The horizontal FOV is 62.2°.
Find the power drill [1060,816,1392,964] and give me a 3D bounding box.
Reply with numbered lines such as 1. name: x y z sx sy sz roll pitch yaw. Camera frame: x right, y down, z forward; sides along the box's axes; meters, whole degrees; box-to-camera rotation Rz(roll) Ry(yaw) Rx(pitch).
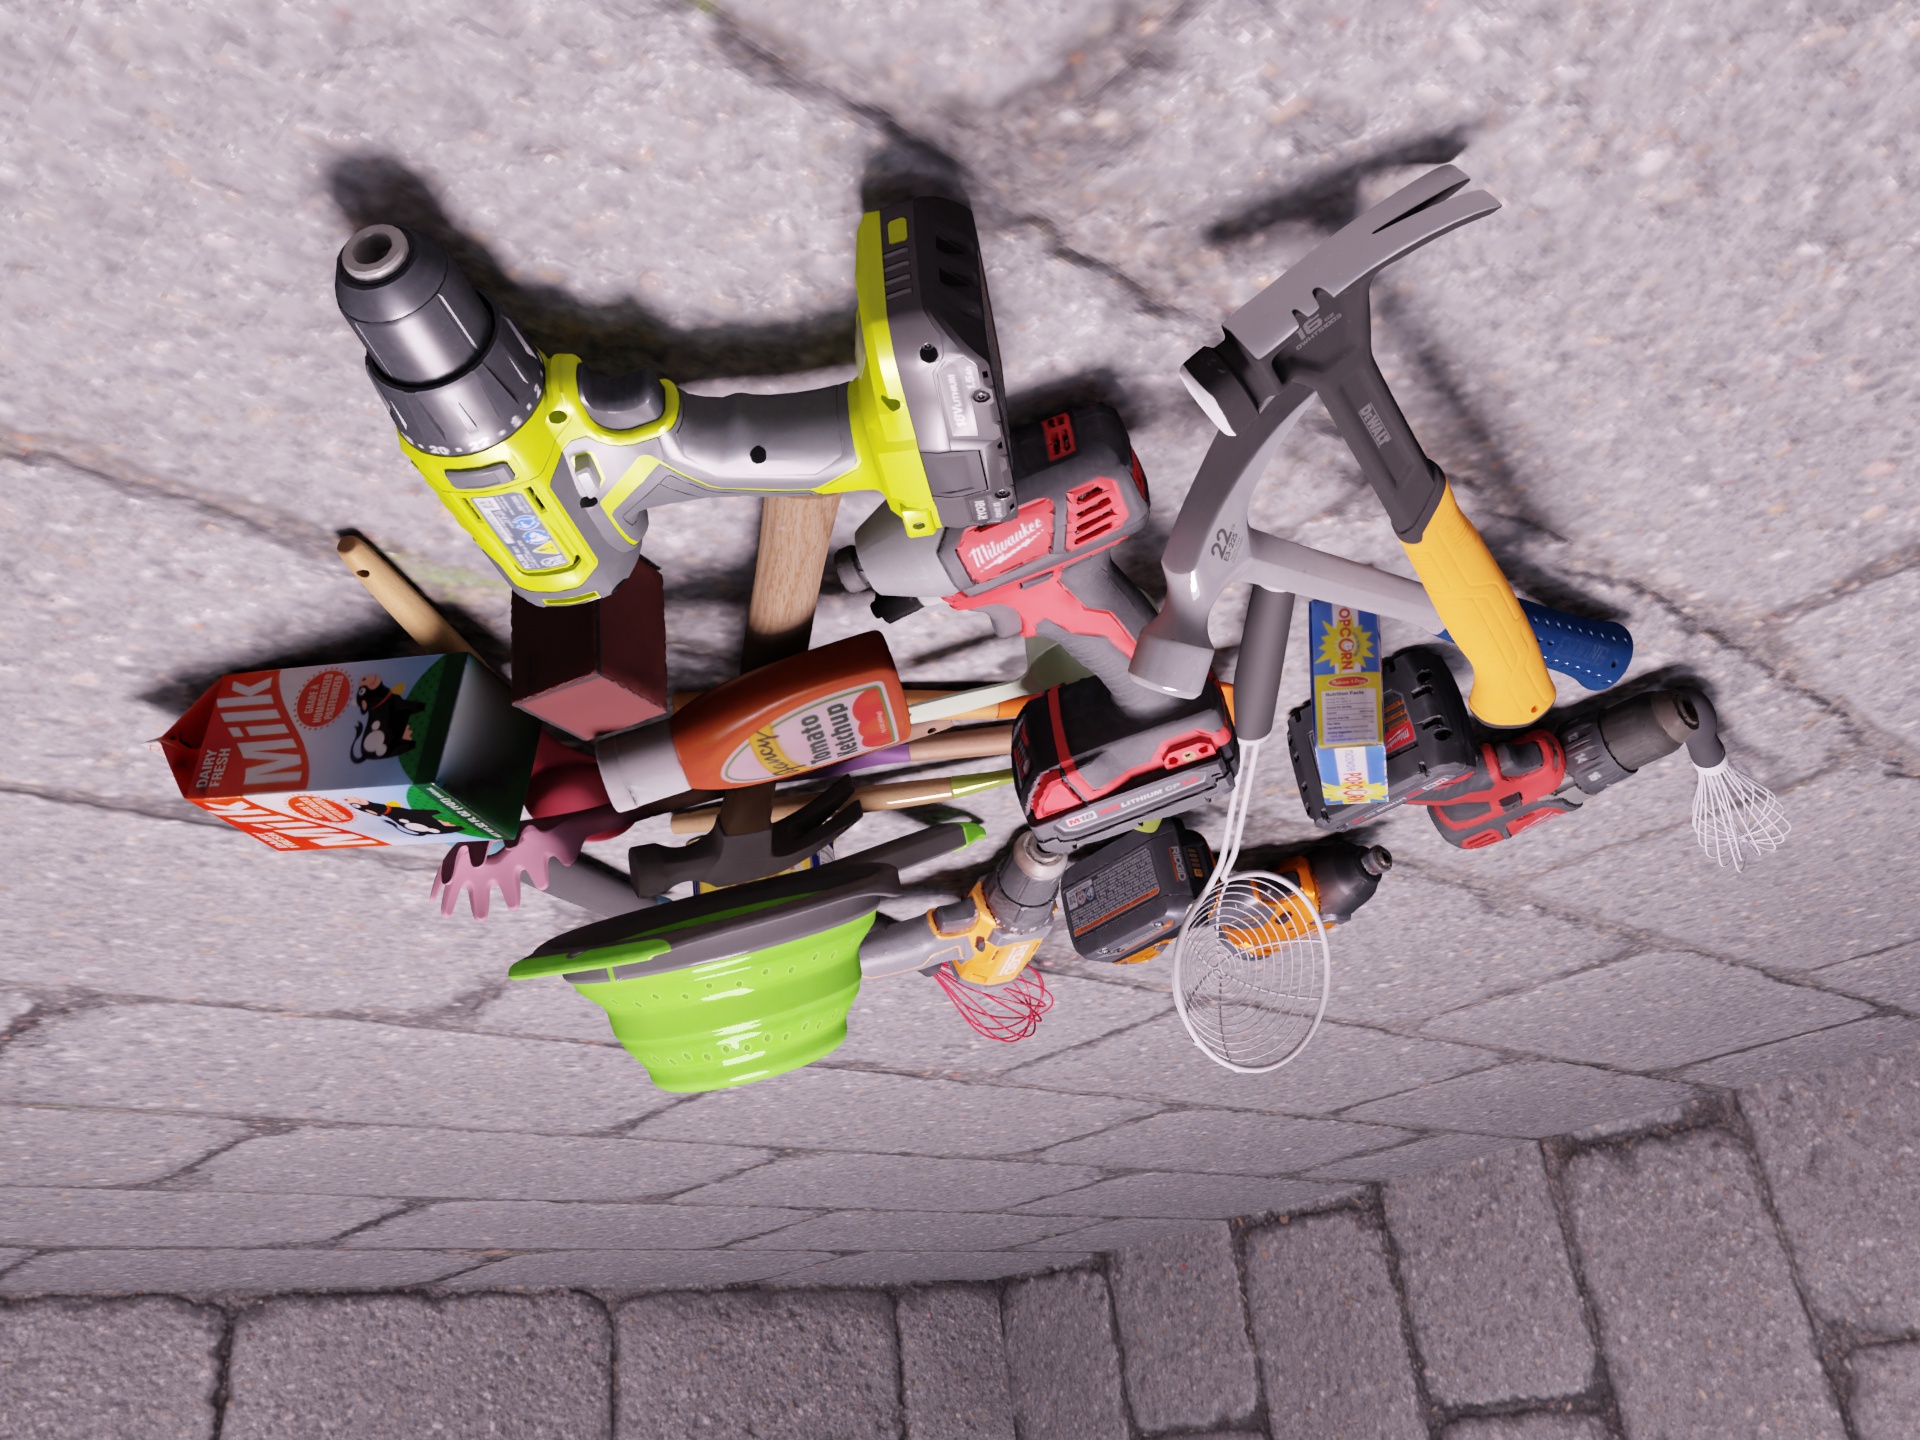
1. power drill: 0.207 0.128 1.199 0.226 0.084 0.164 7 150 -37

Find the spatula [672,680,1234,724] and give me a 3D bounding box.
1. spatula: -0.001 -0.003 0.914 0.322 0.041 0.081 0 134 -12

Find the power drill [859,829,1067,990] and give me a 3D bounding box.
1. power drill: -0.034 0.150 1.160 0.226 0.084 0.185 -8 148 -21

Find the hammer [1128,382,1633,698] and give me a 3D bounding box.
1. hammer: 0.242 -0.063 0.811 0.405 0.144 0.035 7 -166 -44

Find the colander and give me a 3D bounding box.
1. colander: -0.084 0.136 0.951 0.204 0.094 0.397 -12 -179 31

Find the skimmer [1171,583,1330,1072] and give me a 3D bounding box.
1. skimmer: 0.186 0.065 0.932 0.127 0.090 0.363 -30 141 -27

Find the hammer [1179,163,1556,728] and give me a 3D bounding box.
1. hammer: 0.217 -0.090 0.706 0.127 0.034 0.336 -37 139 9

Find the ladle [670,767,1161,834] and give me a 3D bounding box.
1. ladle: -0.029 0.058 1.017 0.320 0.062 0.078 -8 -170 8

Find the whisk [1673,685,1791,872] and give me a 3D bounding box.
1. whisk: 0.543 0.038 1.141 0.070 0.070 0.284 -21 146 25

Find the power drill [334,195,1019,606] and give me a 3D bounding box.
1. power drill: -0.101 -0.125 0.601 0.228 0.080 0.190 -8 152 5

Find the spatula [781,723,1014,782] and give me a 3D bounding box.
1. spatula: -0.006 0.014 0.974 0.316 0.018 0.059 -6 152 -2

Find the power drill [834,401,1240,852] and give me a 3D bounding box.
1. power drill: 0.042 -0.039 0.758 0.143 0.079 0.219 -20 133 12

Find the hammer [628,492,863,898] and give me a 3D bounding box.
1. hammer: -0.098 -0.010 0.824 0.130 0.031 0.331 -9 146 -21

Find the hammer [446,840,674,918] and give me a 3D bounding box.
1. hammer: -0.290 0.086 1.025 0.128 0.033 0.330 -16 153 19

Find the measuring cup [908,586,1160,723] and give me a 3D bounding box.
1. measuring cup: 0.031 -0.034 0.866 0.167 0.038 0.083 -16 153 20

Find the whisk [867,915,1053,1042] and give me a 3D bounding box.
1. whisk: -0.014 0.209 1.330 0.073 0.073 0.295 -23 144 28

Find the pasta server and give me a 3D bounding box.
1. pasta server: -0.155 0.048 0.931 0.316 0.040 0.060 -17 149 -3

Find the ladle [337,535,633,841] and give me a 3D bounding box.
1. ladle: -0.248 -0.009 0.851 0.069 0.031 0.315 -15 152 4

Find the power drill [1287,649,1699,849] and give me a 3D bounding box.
1. power drill: 0.342 0.019 1.019 0.226 0.080 0.188 11 149 -39
